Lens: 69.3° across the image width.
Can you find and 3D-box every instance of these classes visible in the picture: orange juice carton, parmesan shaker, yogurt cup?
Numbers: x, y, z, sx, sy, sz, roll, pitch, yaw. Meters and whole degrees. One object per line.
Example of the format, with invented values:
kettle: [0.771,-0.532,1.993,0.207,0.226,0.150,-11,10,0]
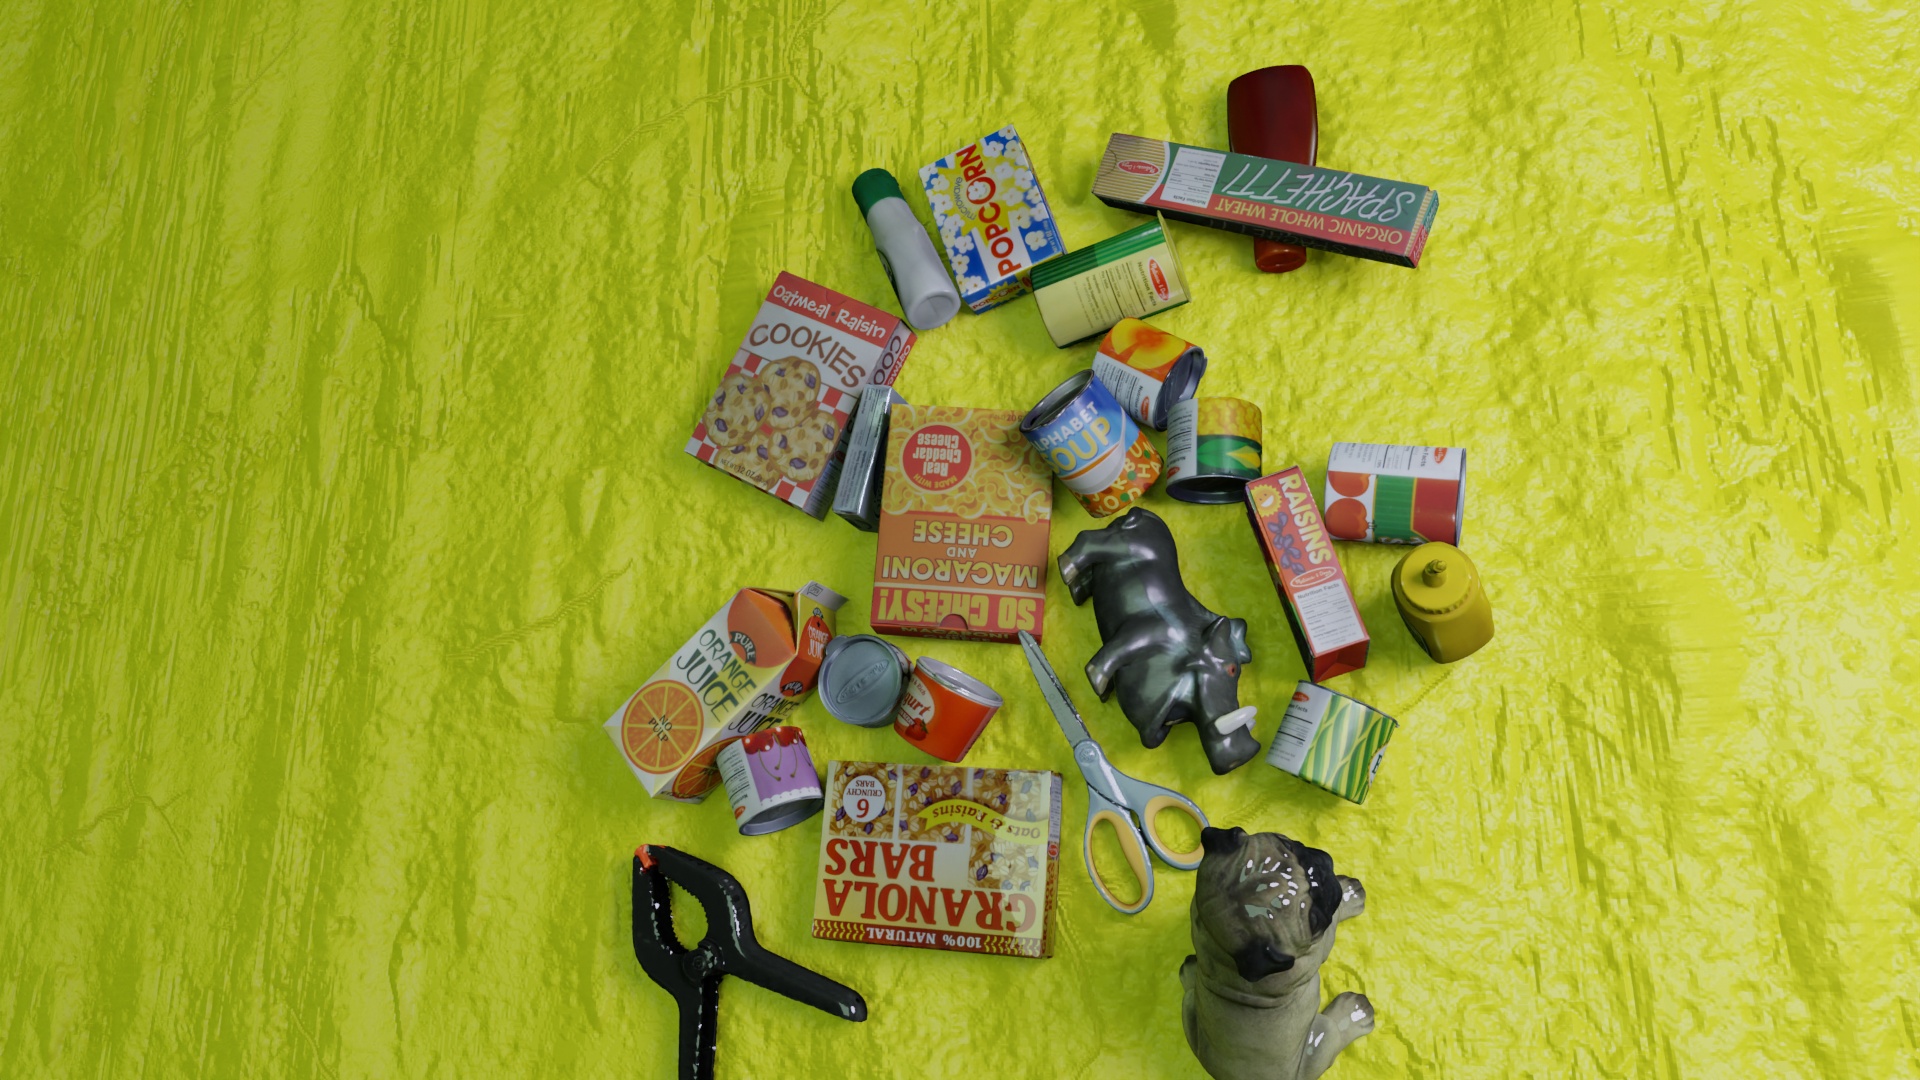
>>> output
orange juice carton: [-0.164,0.103,1.032,0.192,0.071,0.073,-44,66,4]
parmesan shaker: [0.109,-0.190,1.018,0.103,0.071,0.071,-18,70,15]
yogurt cup: [-0.011,0.120,0.976,0.072,0.072,0.054,29,95,25]

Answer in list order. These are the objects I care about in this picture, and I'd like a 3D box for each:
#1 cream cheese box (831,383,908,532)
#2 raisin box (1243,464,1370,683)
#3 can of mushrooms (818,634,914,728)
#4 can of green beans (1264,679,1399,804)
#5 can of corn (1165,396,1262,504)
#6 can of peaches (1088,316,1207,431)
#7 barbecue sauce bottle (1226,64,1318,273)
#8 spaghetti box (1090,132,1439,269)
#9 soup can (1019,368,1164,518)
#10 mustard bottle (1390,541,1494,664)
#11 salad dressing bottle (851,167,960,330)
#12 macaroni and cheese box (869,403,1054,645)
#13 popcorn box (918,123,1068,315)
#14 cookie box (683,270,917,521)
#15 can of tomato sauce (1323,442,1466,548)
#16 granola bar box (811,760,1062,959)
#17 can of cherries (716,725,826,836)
cream cheese box: [-0.066,-0.062,1.054,0.024,0.053,0.104,9,79,21]
raisin box: [0.224,0.024,0.904,0.040,0.086,0.124,-20,69,8]
can of mushrooms: [-0.069,0.102,1.018,0.071,0.033,0.071,-5,74,19]
can of green beans: [0.235,0.128,0.881,0.071,0.071,0.058,22,84,24]
can of corn: [0.177,-0.061,0.959,0.071,0.071,0.058,-3,74,20]
can of peaches: [0.134,-0.120,0.992,0.058,0.071,0.071,29,87,25]
barbecue sauce bottle: [0.229,-0.270,1.011,0.065,0.043,0.149,-6,73,22]
spaghetti box: [0.207,-0.240,0.971,0.250,0.028,0.050,21,92,33]
soup can: [0.091,-0.066,0.968,0.071,0.071,0.083,-39,104,6]
mustard bottle: [0.288,0.032,0.838,0.049,0.160,0.065,-32,66,11]
salad dressing bottle: [-0.046,-0.232,1.094,0.044,0.064,0.148,-28,59,6]
macaroni and cheese box: [0.004,-0.013,1.005,0.124,0.040,0.167,3,75,5]
popcorn box: [0.027,-0.249,1.082,0.085,0.038,0.127,-23,68,13]
cookie box: [-0.126,-0.117,1.099,0.123,0.040,0.167,25,84,25]
can of tomato sauce: [0.285,-0.028,0.909,0.083,0.071,0.071,5,77,22]
granola bar box: [-0.015,0.218,0.962,0.165,0.039,0.124,-1,75,20]
can of cherries: [-0.135,0.174,1.007,0.071,0.071,0.058,-28,67,11]
